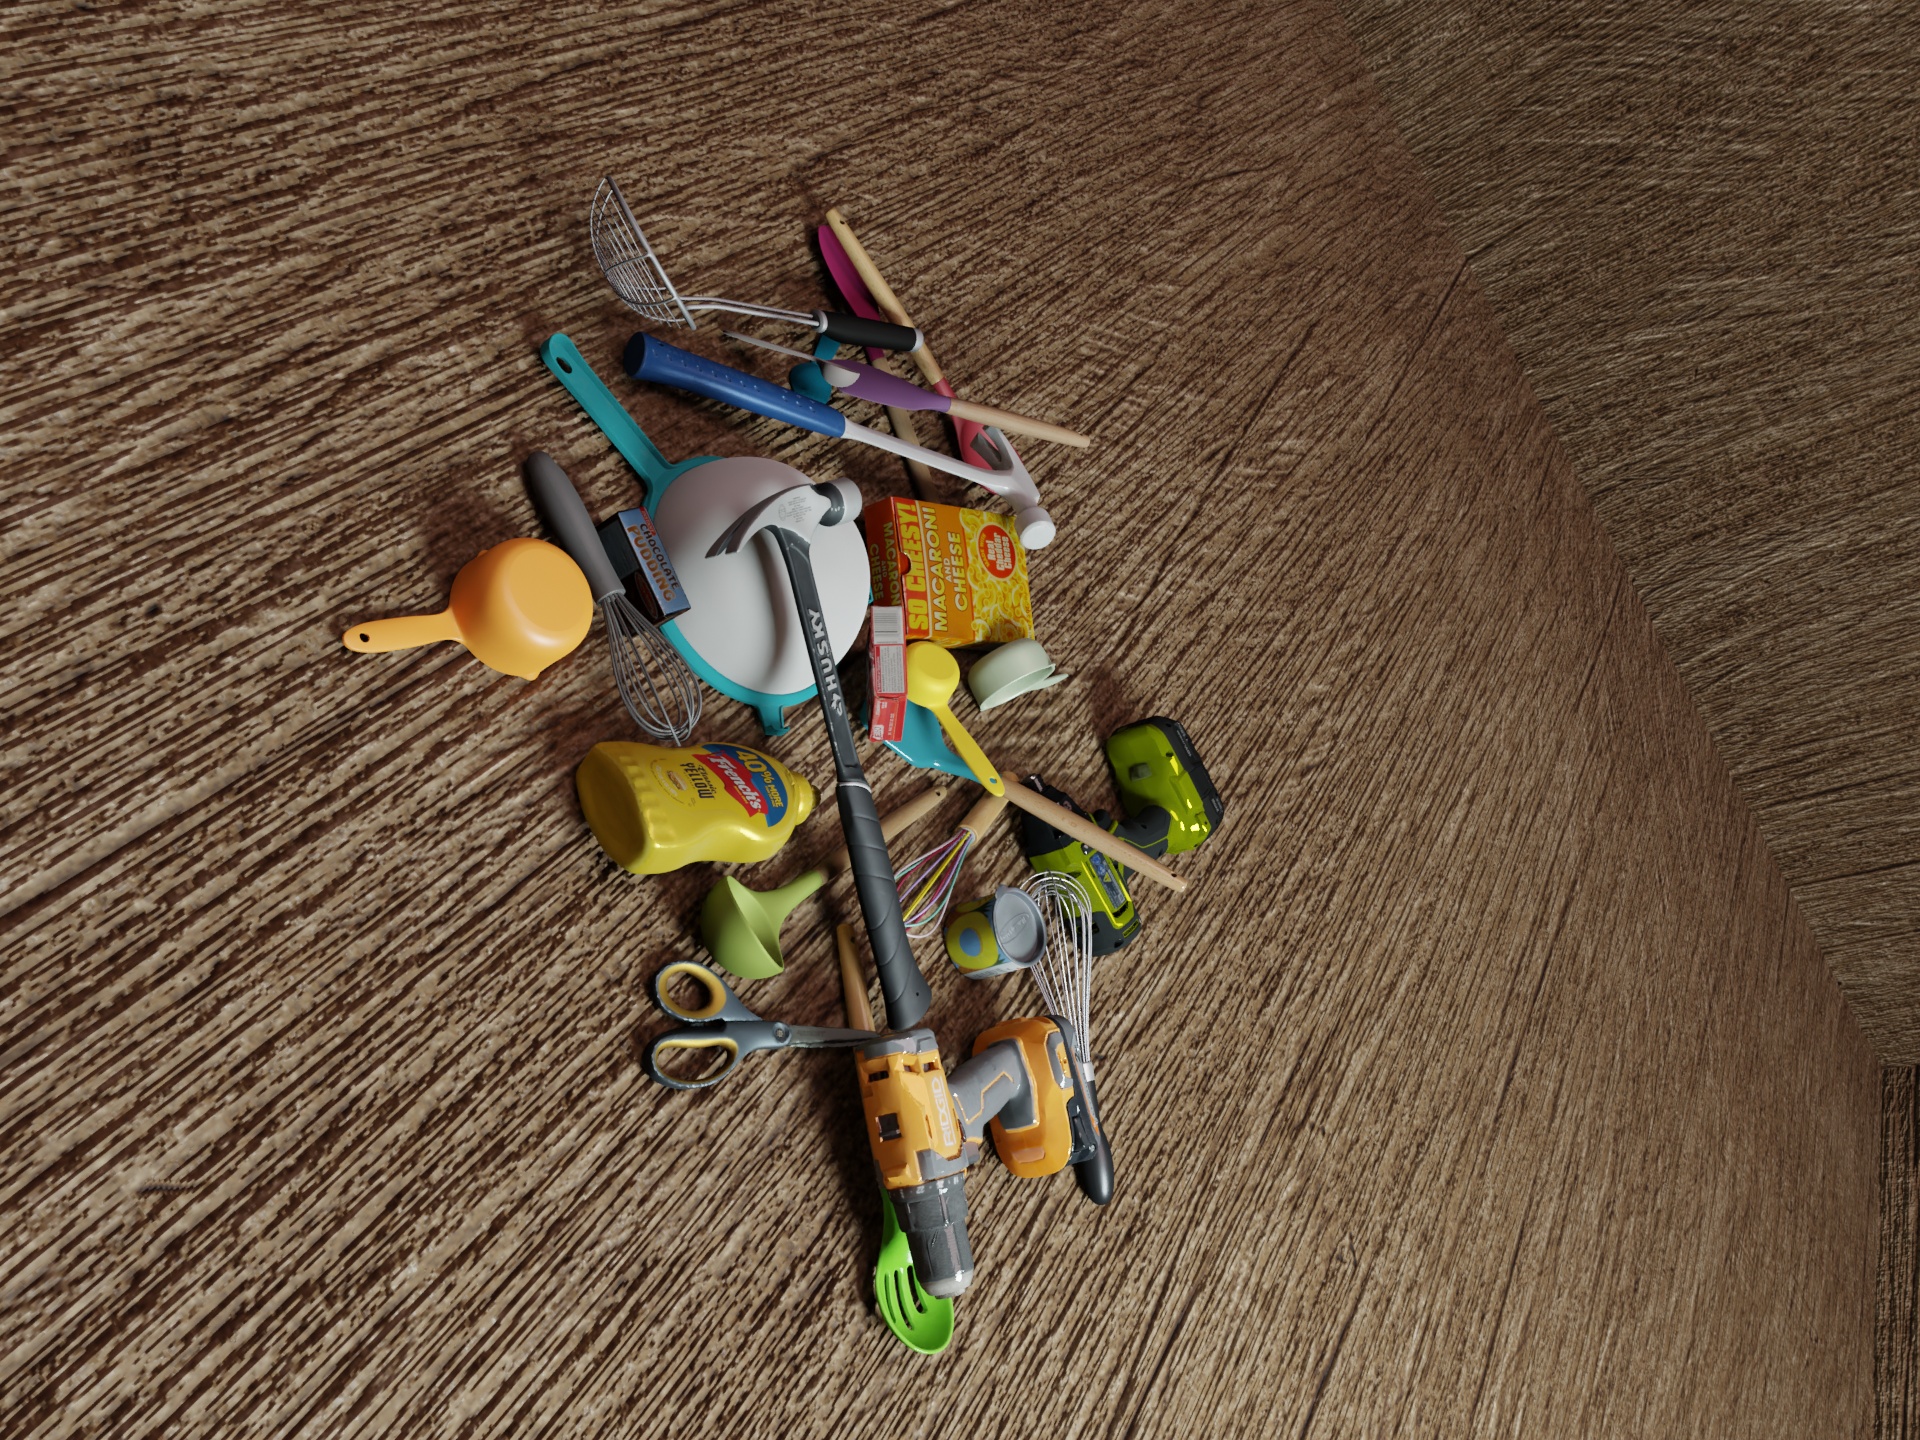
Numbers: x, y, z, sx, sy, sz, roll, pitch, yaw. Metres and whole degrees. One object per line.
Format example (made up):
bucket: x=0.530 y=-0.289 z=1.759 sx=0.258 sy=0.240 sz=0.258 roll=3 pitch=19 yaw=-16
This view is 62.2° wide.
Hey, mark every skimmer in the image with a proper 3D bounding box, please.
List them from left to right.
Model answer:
skimmer: x=-0.150 y=-0.363 z=1.323 sx=0.363 sy=0.090 sz=0.127 roll=-3 pitch=54 yaw=-46

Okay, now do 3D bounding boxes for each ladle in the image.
ladle: x=-0.088 y=0.106 z=1.215 sx=0.078 sy=0.062 sz=0.320 roll=59 pitch=36 yaw=-1
ladle: x=-0.035 y=-0.342 z=1.500 sx=0.315 sy=0.031 sz=0.069 roll=55 pitch=48 yaw=-18

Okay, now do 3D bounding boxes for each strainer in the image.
strainer: x=-0.178 y=-0.169 z=1.211 sx=0.340 sy=0.095 sz=0.211 roll=51 pitch=42 yaw=-22

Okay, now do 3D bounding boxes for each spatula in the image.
spatula: x=0.005 y=-0.283 z=1.443 sx=0.315 sy=0.018 sz=0.060 roll=5 pitch=43 yaw=-41
spatula: x=0.058 y=0.060 z=1.356 sx=0.317 sy=0.044 sz=0.082 roll=29 pitch=45 yaw=-1

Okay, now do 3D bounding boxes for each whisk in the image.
whisk: x=-0.248 y=-0.088 z=1.116 sx=0.055 sy=0.055 sz=0.239 roll=-19 pitch=76 yaw=-51
whisk: x=-0.007 y=0.109 z=1.324 sx=0.245 sy=0.051 sz=0.047 roll=-48 pitch=148 yaw=-53
whisk: x=0.097 y=0.267 z=1.355 sx=0.070 sy=0.070 sz=0.285 roll=1 pitch=77 yaw=-49

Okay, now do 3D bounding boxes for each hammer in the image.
hammer: x=-0.085 y=0.032 z=1.165 sx=0.149 sy=0.036 sz=0.409 roll=-25 pitch=105 yaw=-53
hammer: x=-0.096 y=-0.251 z=1.351 sx=0.405 sy=0.035 sz=0.144 roll=13 pitch=41 yaw=-36

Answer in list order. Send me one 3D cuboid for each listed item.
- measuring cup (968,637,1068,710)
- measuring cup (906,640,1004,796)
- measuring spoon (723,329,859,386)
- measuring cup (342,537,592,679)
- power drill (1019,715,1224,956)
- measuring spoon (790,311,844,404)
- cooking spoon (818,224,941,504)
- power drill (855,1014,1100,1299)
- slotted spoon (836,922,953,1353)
measuring cup: x=0.060 y=-0.048 z=1.462 sx=0.038 sy=0.083 sz=0.167 roll=61 pitch=22 yaw=8
measuring cup: x=-0.002 y=-0.004 z=1.335 sx=0.062 sy=0.029 sz=0.157 roll=-14 pitch=59 yaw=-40
measuring spoon: x=-0.143 y=-0.301 z=1.326 sx=0.034 sy=0.124 sz=0.018 roll=-32 pitch=141 yaw=-73
measuring cup: x=-0.315 y=-0.071 z=1.037 sx=0.173 sy=0.052 sz=0.095 roll=-18 pitch=86 yaw=-53
power drill: x=0.145 y=0.091 z=1.475 sx=0.223 sy=0.080 sz=0.171 roll=-36 pitch=102 yaw=-47
measuring spoon: x=-0.117 y=-0.328 z=1.415 sx=0.042 sy=0.021 sz=0.129 roll=42 pitch=45 yaw=-28
cooking spoon: x=-0.068 y=-0.308 z=1.466 sx=0.068 sy=0.017 sz=0.319 roll=-16 pitch=84 yaw=-62
power drill: x=0.017 y=0.317 z=1.193 sx=0.226 sy=0.084 sz=0.185 roll=5 pitch=68 yaw=-56
slotted spoon: x=-0.058 y=0.304 z=1.177 sx=0.070 sy=0.031 sz=0.314 roll=7 pitch=65 yaw=-48
